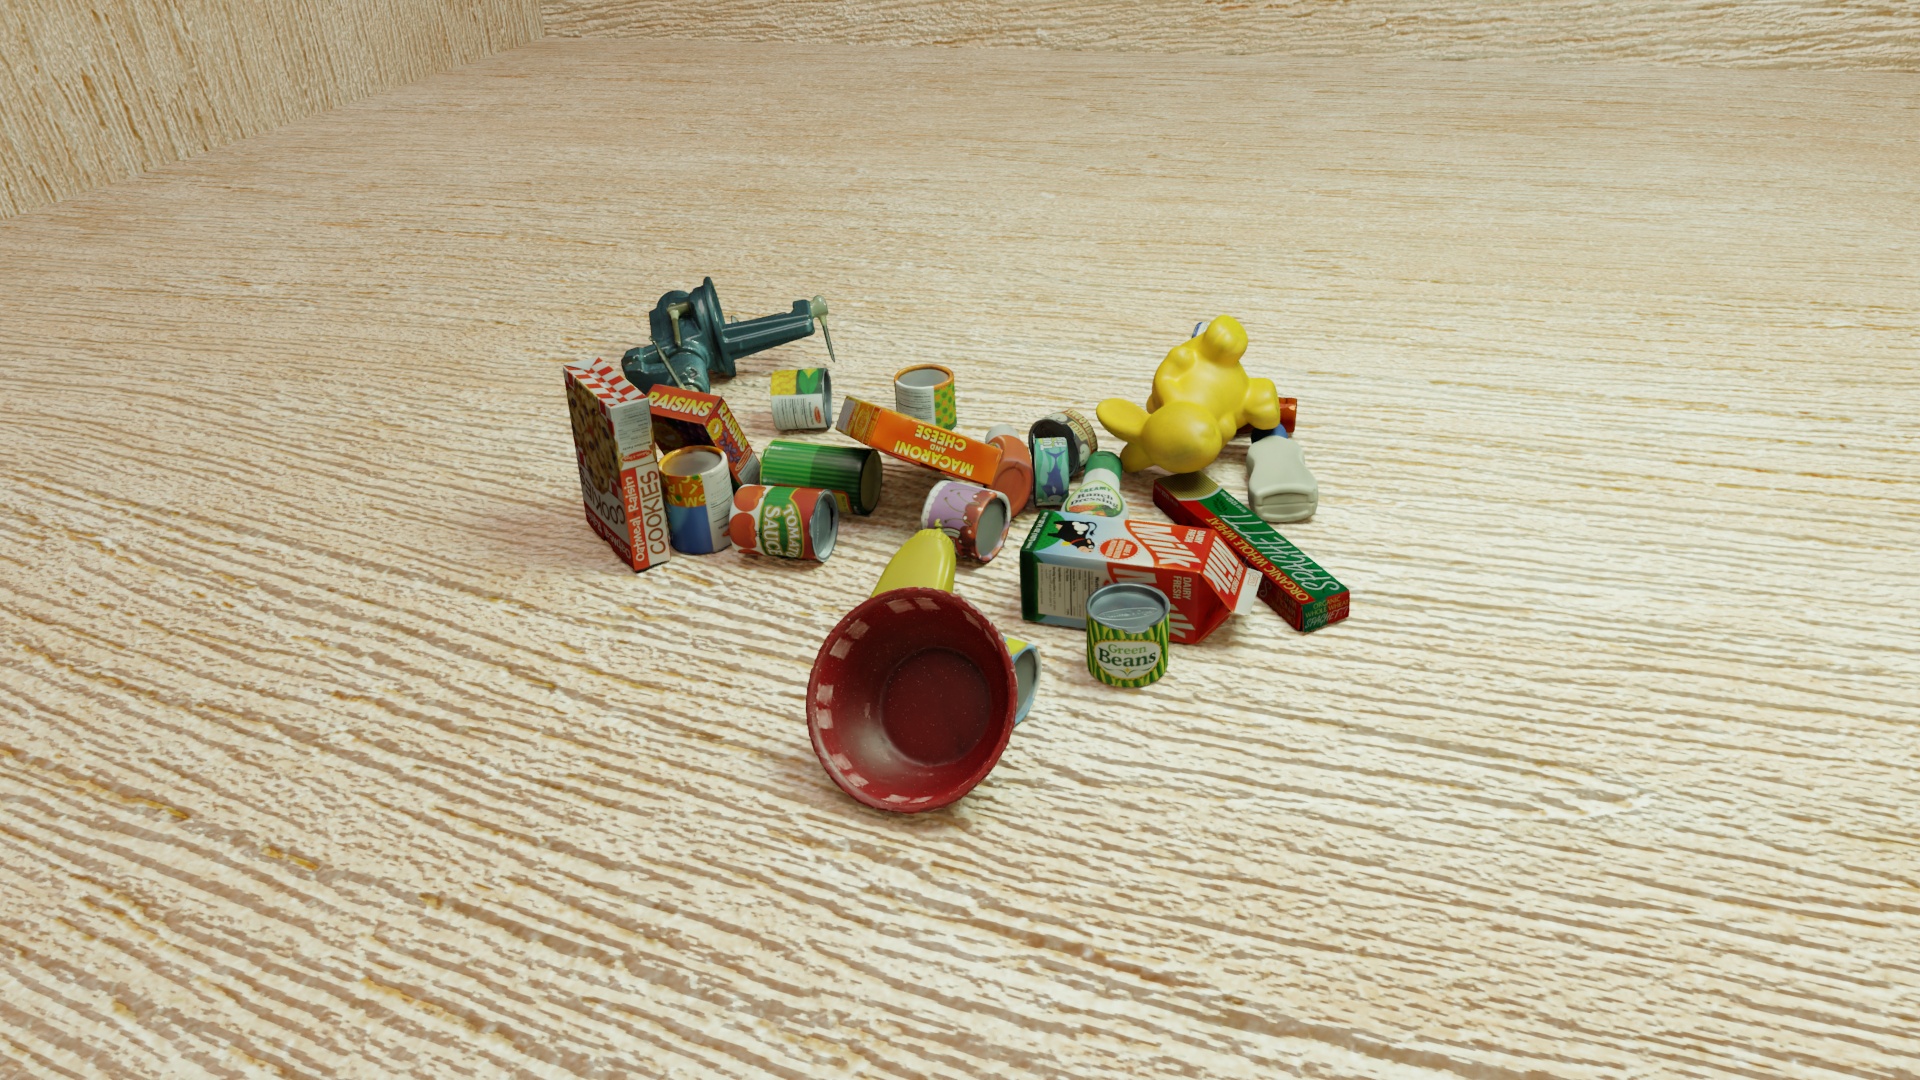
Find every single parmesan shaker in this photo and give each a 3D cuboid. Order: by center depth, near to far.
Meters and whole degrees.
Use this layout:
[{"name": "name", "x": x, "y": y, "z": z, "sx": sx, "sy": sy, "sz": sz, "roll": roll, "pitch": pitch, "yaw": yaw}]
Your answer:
[{"name": "parmesan shaker", "x": -0.135, "y": -0.062, "z": 1.350, "sx": 0.103, "sy": 0.071, "sz": 0.072, "roll": 7, "pitch": 32, "yaw": 16}]

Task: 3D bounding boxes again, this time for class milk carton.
[{"name": "milk carton", "x": 0.151, "y": 0.032, "z": 1.158, "sx": 0.190, "sy": 0.073, "sz": 0.073, "roll": 7, "pitch": 32, "yaw": 17}]

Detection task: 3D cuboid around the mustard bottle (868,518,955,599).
[{"name": "mustard bottle", "x": -0.034, "y": 0.035, "z": 1.179, "sx": 0.065, "sy": 0.048, "sz": 0.161, "roll": 6, "pitch": 40, "yaw": 14}]

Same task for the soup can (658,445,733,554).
[{"name": "soup can", "x": -0.249, "y": -0.039, "z": 1.309, "sx": 0.071, "sy": 0.083, "sz": 0.072, "roll": -3, "pitch": 31, "yaw": 2}]

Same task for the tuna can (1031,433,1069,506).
[{"name": "tuna can", "x": 0.086, "y": -0.069, "z": 1.336, "sx": 0.033, "sy": 0.070, "sz": 0.071, "roll": -2, "pitch": 31, "yaw": 0}]

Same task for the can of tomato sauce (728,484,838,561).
[{"name": "can of tomato sauce", "x": -0.163, "y": -0.016, "z": 1.278, "sx": 0.083, "sy": 0.070, "sz": 0.071, "roll": 5, "pitch": 32, "yaw": 15}]

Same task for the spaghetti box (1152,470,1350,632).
[{"name": "spaghetti box", "x": 0.254, "y": 0.003, "z": 1.238, "sx": 0.050, "sy": 0.028, "sz": 0.251, "roll": -15, "pitch": 32, "yaw": -17}]

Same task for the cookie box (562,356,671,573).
[{"name": "cookie box", "x": -0.320, "y": -0.071, "z": 1.290, "sx": 0.040, "sy": 0.166, "sz": 0.123, "roll": -19, "pitch": 33, "yaw": -29}]

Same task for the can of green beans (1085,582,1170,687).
[{"name": "can of green beans", "x": 0.132, "y": 0.075, "z": 1.101, "sx": 0.071, "sy": 0.057, "sz": 0.071, "roll": -3, "pitch": 30, "yaw": 2}]

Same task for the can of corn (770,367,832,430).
[{"name": "can of corn", "x": -0.173, "y": -0.155, "z": 1.514, "sx": 0.058, "sy": 0.070, "sz": 0.071, "roll": -3, "pitch": 31, "yaw": 3}]

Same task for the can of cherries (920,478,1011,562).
[{"name": "can of cherries", "x": 0.005, "y": -0.016, "z": 1.264, "sx": 0.058, "sy": 0.071, "sz": 0.072, "roll": 16, "pitch": 36, "yaw": 28}]

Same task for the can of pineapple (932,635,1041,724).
[{"name": "can of pineapple", "x": 0.021, "y": 0.104, "z": 1.057, "sx": 0.058, "sy": 0.070, "sz": 0.071, "roll": 15, "pitch": 35, "yaw": 28}]

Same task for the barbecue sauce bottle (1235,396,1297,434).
[{"name": "barbecue sauce bottle", "x": 0.276, "y": -0.136, "z": 1.455, "sx": 0.148, "sy": 0.043, "sz": 0.065, "roll": 6, "pitch": 30, "yaw": 14}]

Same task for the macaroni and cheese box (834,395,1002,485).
[{"name": "macaroni and cheese box", "x": -0.043, "y": -0.096, "z": 1.332, "sx": 0.124, "sy": 0.040, "sz": 0.166, "roll": 17, "pitch": 5, "yaw": -18}]

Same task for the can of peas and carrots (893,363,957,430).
[{"name": "can of peas and carrots", "x": -0.037, "y": -0.153, "z": 1.503, "sx": 0.071, "sy": 0.058, "sz": 0.071, "roll": -2, "pitch": 31, "yaw": 1}]

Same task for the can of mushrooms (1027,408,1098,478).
[{"name": "can of mushrooms", "x": 0.103, "y": -0.097, "z": 1.383, "sx": 0.071, "sy": 0.070, "sz": 0.033, "roll": 24, "pitch": 39, "yaw": 38}]

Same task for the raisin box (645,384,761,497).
[{"name": "raisin box", "x": -0.252, "y": -0.095, "z": 1.361, "sx": 0.086, "sy": 0.123, "sz": 0.040, "roll": 13, "pitch": 59, "yaw": 27}]

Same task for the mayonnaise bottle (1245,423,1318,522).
[{"name": "mayonnaise bottle", "x": 0.306, "y": -0.069, "z": 1.344, "sx": 0.065, "sy": 0.041, "sz": 0.149, "roll": -3, "pitch": 29, "yaw": 8}]

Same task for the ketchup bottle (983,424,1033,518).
[{"name": "ketchup bottle", "x": 0.045, "y": -0.075, "z": 1.364, "sx": 0.043, "sy": 0.064, "sz": 0.149, "roll": 17, "pitch": 21, "yaw": -7}]

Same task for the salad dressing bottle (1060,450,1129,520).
[{"name": "salad dressing bottle", "x": 0.128, "y": -0.035, "z": 1.301, "sx": 0.064, "sy": 0.043, "sz": 0.148, "roll": 1, "pitch": 31, "yaw": 11}]
